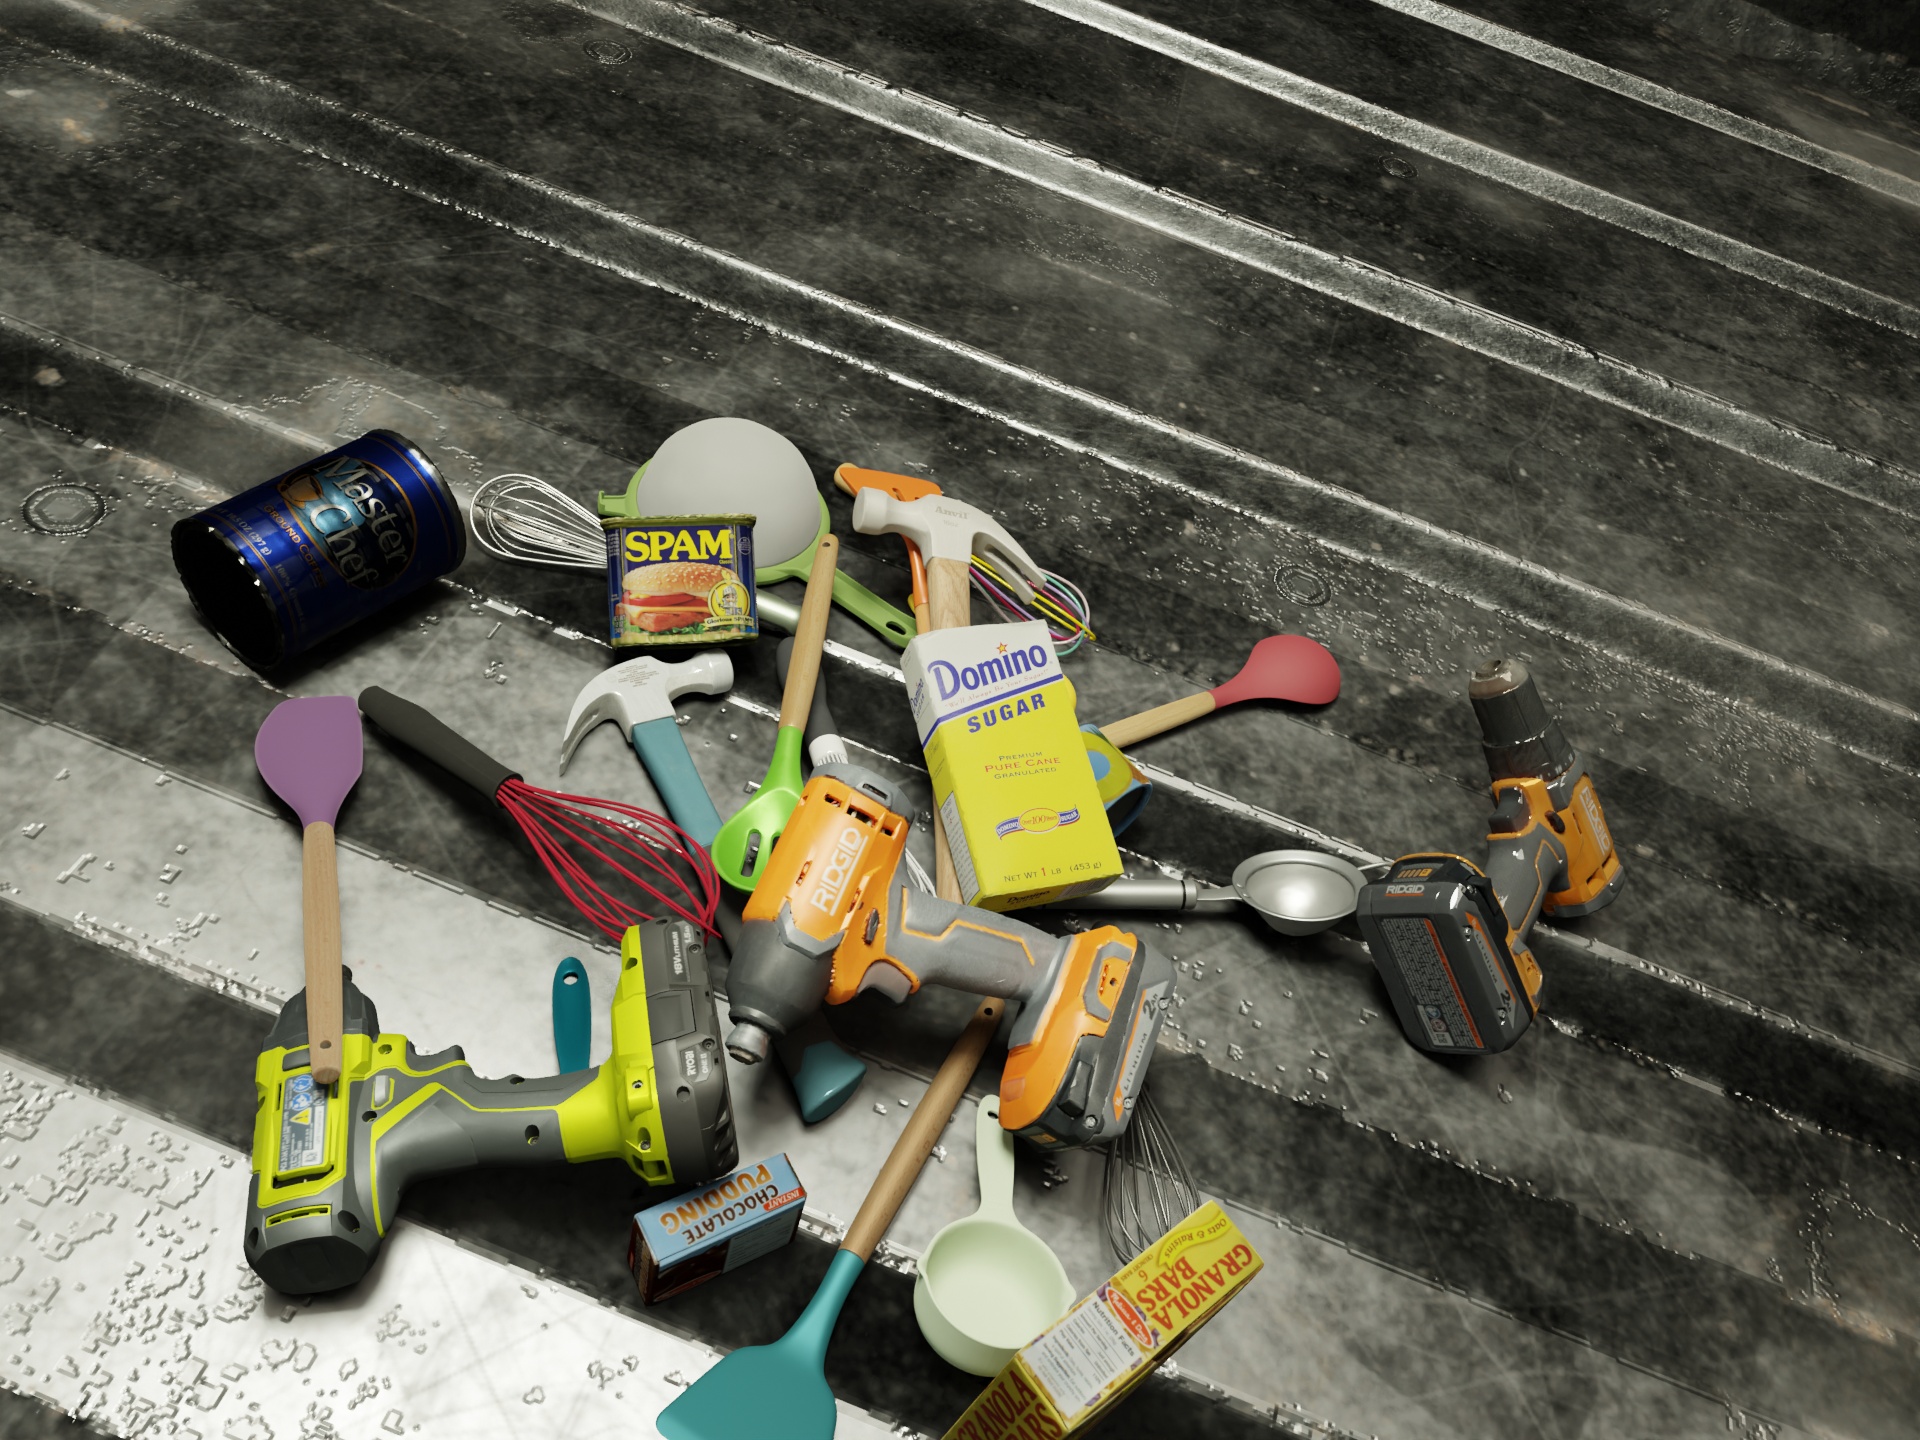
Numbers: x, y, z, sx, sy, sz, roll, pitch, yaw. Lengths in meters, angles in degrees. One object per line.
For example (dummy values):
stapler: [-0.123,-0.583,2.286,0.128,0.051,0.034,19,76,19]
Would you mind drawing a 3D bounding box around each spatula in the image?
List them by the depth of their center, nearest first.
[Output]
spatula: [-0.041,0.253,0.823,0.082,0.044,0.318,25,45,10]
spatula: [-0.348,0.076,0.859,0.059,0.018,0.316,-5,37,-21]
spatula: [-0.024,-0.051,1.088,0.081,0.041,0.323,6,59,-26]

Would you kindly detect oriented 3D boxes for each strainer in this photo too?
strainer: [0.151,0.112,1.015,0.258,0.050,0.087,1,24,-9]
strainer: [-0.123,-0.142,1.135,0.256,0.069,0.151,35,48,17]

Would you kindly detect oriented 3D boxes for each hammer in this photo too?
hammer: [-0.141,0.088,0.947,0.128,0.033,0.331,-13,54,-29]
hammer: [-0.002,-0.003,1.027,0.130,0.031,0.332,8,60,-20]

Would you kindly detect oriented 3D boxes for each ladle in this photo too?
ladle: [0.156,-0.007,1.134,0.315,0.031,0.069,-19,58,-29]

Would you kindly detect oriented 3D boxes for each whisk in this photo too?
whisk: [0.099,0.210,0.907,0.055,0.055,0.239,7,43,-12]
whisk: [-0.247,0.049,0.913,0.296,0.073,0.073,29,46,25]
whisk: [-0.075,0.044,0.994,0.070,0.070,0.285,-4,46,-21]
whisk: [-0.220,-0.108,1.096,0.246,0.058,0.059,21,80,-3]
whisk: [0.001,-0.123,1.185,0.245,0.051,0.047,35,27,20]

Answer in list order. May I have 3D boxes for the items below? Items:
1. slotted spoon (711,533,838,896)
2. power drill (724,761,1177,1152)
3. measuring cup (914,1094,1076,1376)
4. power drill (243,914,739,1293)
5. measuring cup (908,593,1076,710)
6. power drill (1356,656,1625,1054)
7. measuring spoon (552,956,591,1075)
slotted spoon: [-0.101,-0.010,1.001,0.070,0.031,0.314,3,48,2]
power drill: [-0.012,0.143,0.846,0.226,0.084,0.164,31,62,-11]
measuring cup: [0.014,0.269,0.839,0.083,0.038,0.168,14,30,-8]
power drill: [-0.231,0.175,0.791,0.223,0.080,0.171,-9,44,-9]
measuring cup: [0.019,-0.047,1.122,0.062,0.029,0.157,-31,65,-37]
power drill: [0.342,0.081,1.023,0.226,0.084,0.185,-38,109,-38]
measuring spoon: [-0.207,0.182,0.857,0.042,0.021,0.129,-6,42,-11]
